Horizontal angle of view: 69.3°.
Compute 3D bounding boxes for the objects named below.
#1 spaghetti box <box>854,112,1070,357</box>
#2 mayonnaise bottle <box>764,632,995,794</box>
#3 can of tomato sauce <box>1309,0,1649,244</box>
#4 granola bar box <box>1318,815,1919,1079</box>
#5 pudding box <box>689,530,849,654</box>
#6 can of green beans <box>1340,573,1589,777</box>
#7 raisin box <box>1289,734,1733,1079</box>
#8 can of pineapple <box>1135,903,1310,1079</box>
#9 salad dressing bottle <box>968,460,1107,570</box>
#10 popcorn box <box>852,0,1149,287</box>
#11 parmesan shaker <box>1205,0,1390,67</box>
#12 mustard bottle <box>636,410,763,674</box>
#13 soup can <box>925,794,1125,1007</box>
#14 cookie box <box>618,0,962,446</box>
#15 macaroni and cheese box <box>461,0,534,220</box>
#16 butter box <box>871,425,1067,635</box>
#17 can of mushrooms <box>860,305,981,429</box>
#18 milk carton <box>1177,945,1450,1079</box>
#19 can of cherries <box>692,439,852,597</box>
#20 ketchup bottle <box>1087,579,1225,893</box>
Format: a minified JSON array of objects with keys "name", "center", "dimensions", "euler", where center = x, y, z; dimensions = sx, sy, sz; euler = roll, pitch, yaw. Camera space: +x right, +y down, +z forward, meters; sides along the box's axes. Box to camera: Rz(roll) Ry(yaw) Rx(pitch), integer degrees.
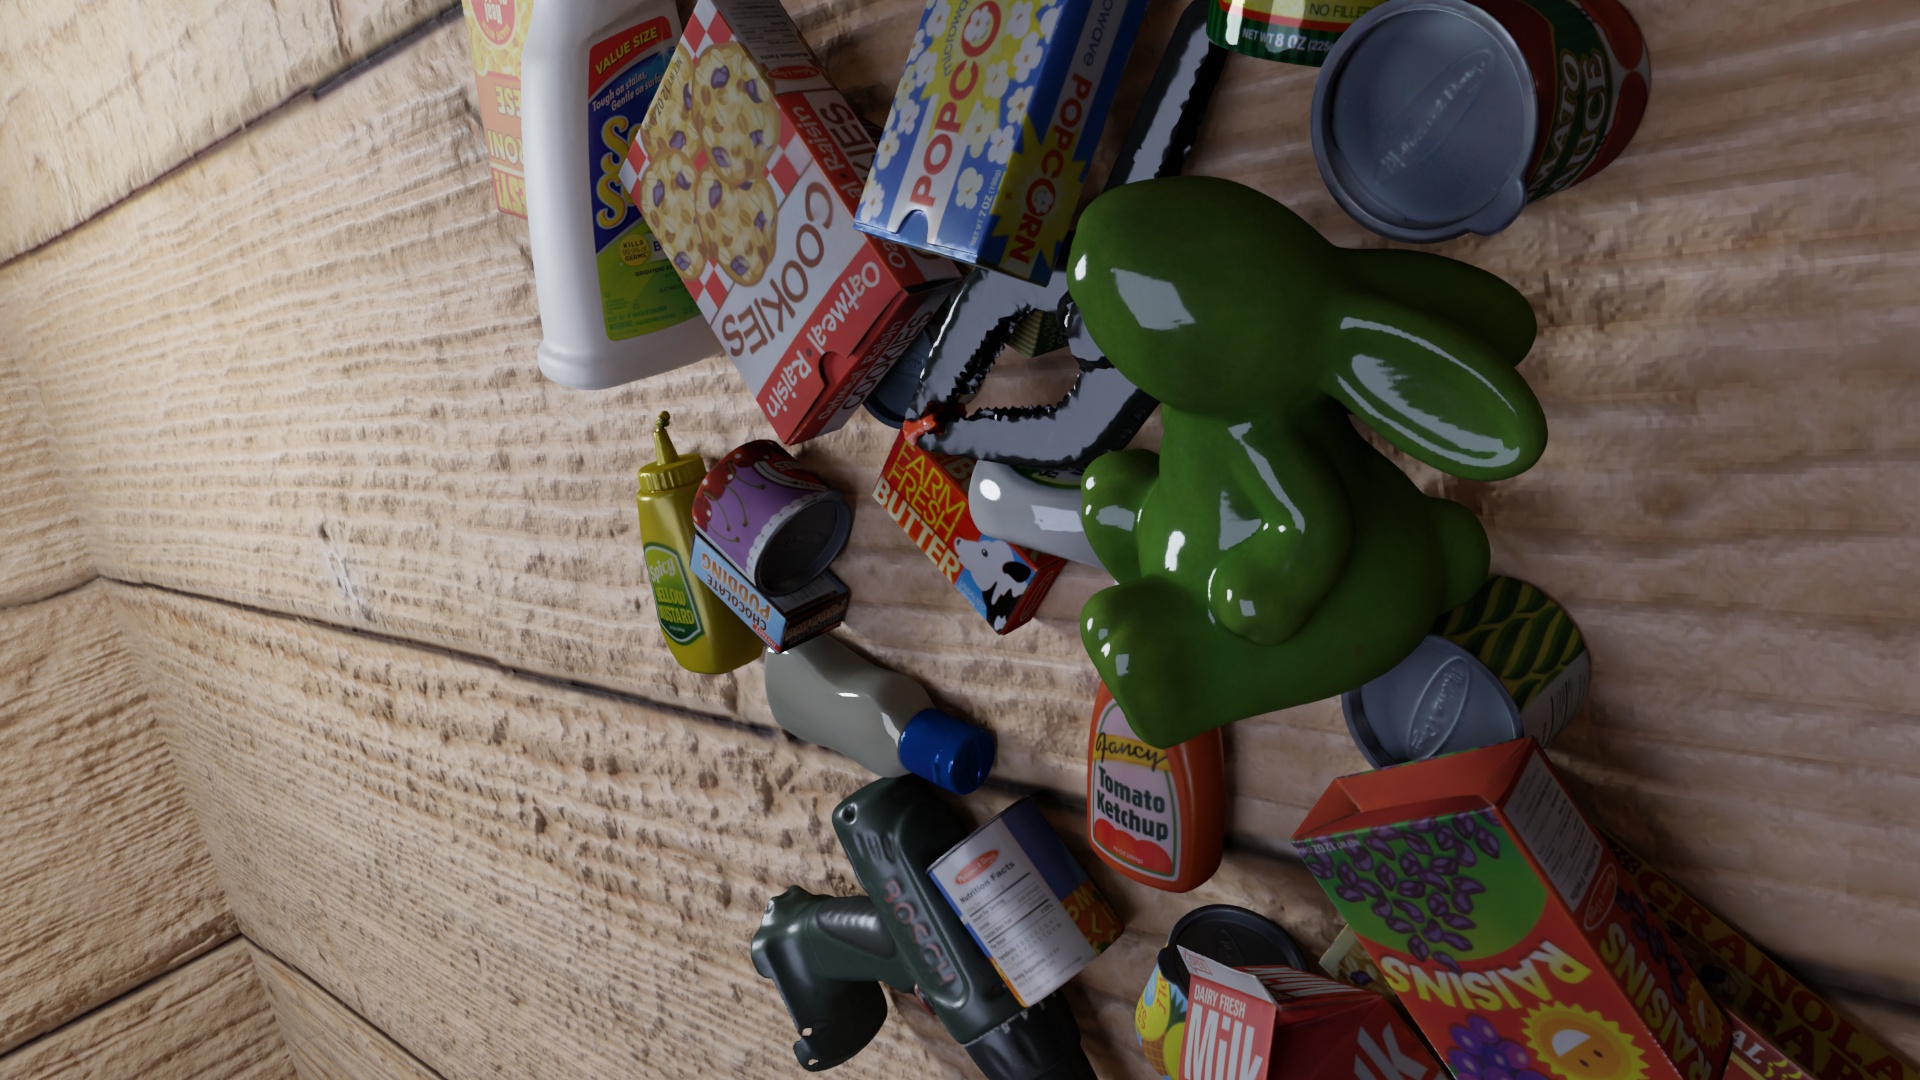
[{"name":"spaghetti box","center":[-0.044,-0.163,0.641],"dimensions":[0.250,0.029,0.049],"euler":[36,131,29]},{"name":"mayonnaise bottle","center":[-0.047,0.097,0.768],"dimensions":[0.148,0.041,0.064],"euler":[19,124,39]},{"name":"can of tomato sauce","center":[0.154,-0.127,0.405],"dimensions":[0.071,0.083,0.070],"euler":[23,125,38]},{"name":"granola bar box","center":[0.231,0.174,0.511],"dimensions":[0.166,0.039,0.123],"euler":[42,136,25]},{"name":"pudding box","center":[-0.109,0.021,0.787],"dimensions":[0.084,0.050,0.030],"euler":[40,133,25]},{"name":"can of green beans","center":[0.178,0.052,0.490],"dimensions":[0.071,0.058,0.071],"euler":[24,126,38]},{"name":"raisin box","center":[0.182,0.131,0.462],"dimensions":[0.123,0.040,0.086],"euler":[54,140,-6]},{"name":"can of pineapple","center":[0.116,0.208,0.628],"dimensions":[0.071,0.071,0.057],"euler":[38,134,28]},{"name":"salad dressing bottle","center":[0.075,-0.008,0.572],"dimensions":[0.148,0.064,0.043],"euler":[16,111,32]},{"name":"popcorn box","center":[0.015,-0.166,0.521],"dimensions":[0.085,0.038,0.126],"euler":[28,102,48]},{"name":"parmesan shaker","center":[0.117,-0.202,0.422],"dimensions":[0.071,0.071,0.102],"euler":[28,128,35]},{"name":"mustard bottle","center":[-0.163,0.000,0.835],"dimensions":[0.065,0.049,0.159],"euler":[2,111,45]},{"name":"soup can","center":[0.034,0.182,0.708],"dimensions":[0.084,0.071,0.071],"euler":[53,138,12]},{"name":"cookie box","center":[-0.084,-0.145,0.633],"dimensions":[0.167,0.040,0.122],"euler":[58,138,11]},{"name":"macaroni and cheese box","center":[-0.228,-0.260,0.778],"dimensions":[0.124,0.040,0.165],"euler":[22,124,39]},{"name":"butter box","center":[0.002,-0.008,0.673],"dimensions":[0.104,0.024,0.052],"euler":[48,138,19]},{"name":"can of mushrooms","center":[-0.022,-0.090,0.651],"dimensions":[0.071,0.033,0.070],"euler":[24,126,38]},{"name":"milk carton","center":[0.158,0.239,0.552],"dimensions":[0.190,0.074,0.072],"euler":[52,162,-5]},{"name":"can of cherries","center":[-0.101,-0.015,0.750],"dimensions":[0.058,0.072,0.071],"euler":[41,134,27]},{"name":"ketchup bottle","center":[0.087,0.080,0.614],"dimensions":[0.065,0.044,0.148],"euler":[19,122,40]}]
